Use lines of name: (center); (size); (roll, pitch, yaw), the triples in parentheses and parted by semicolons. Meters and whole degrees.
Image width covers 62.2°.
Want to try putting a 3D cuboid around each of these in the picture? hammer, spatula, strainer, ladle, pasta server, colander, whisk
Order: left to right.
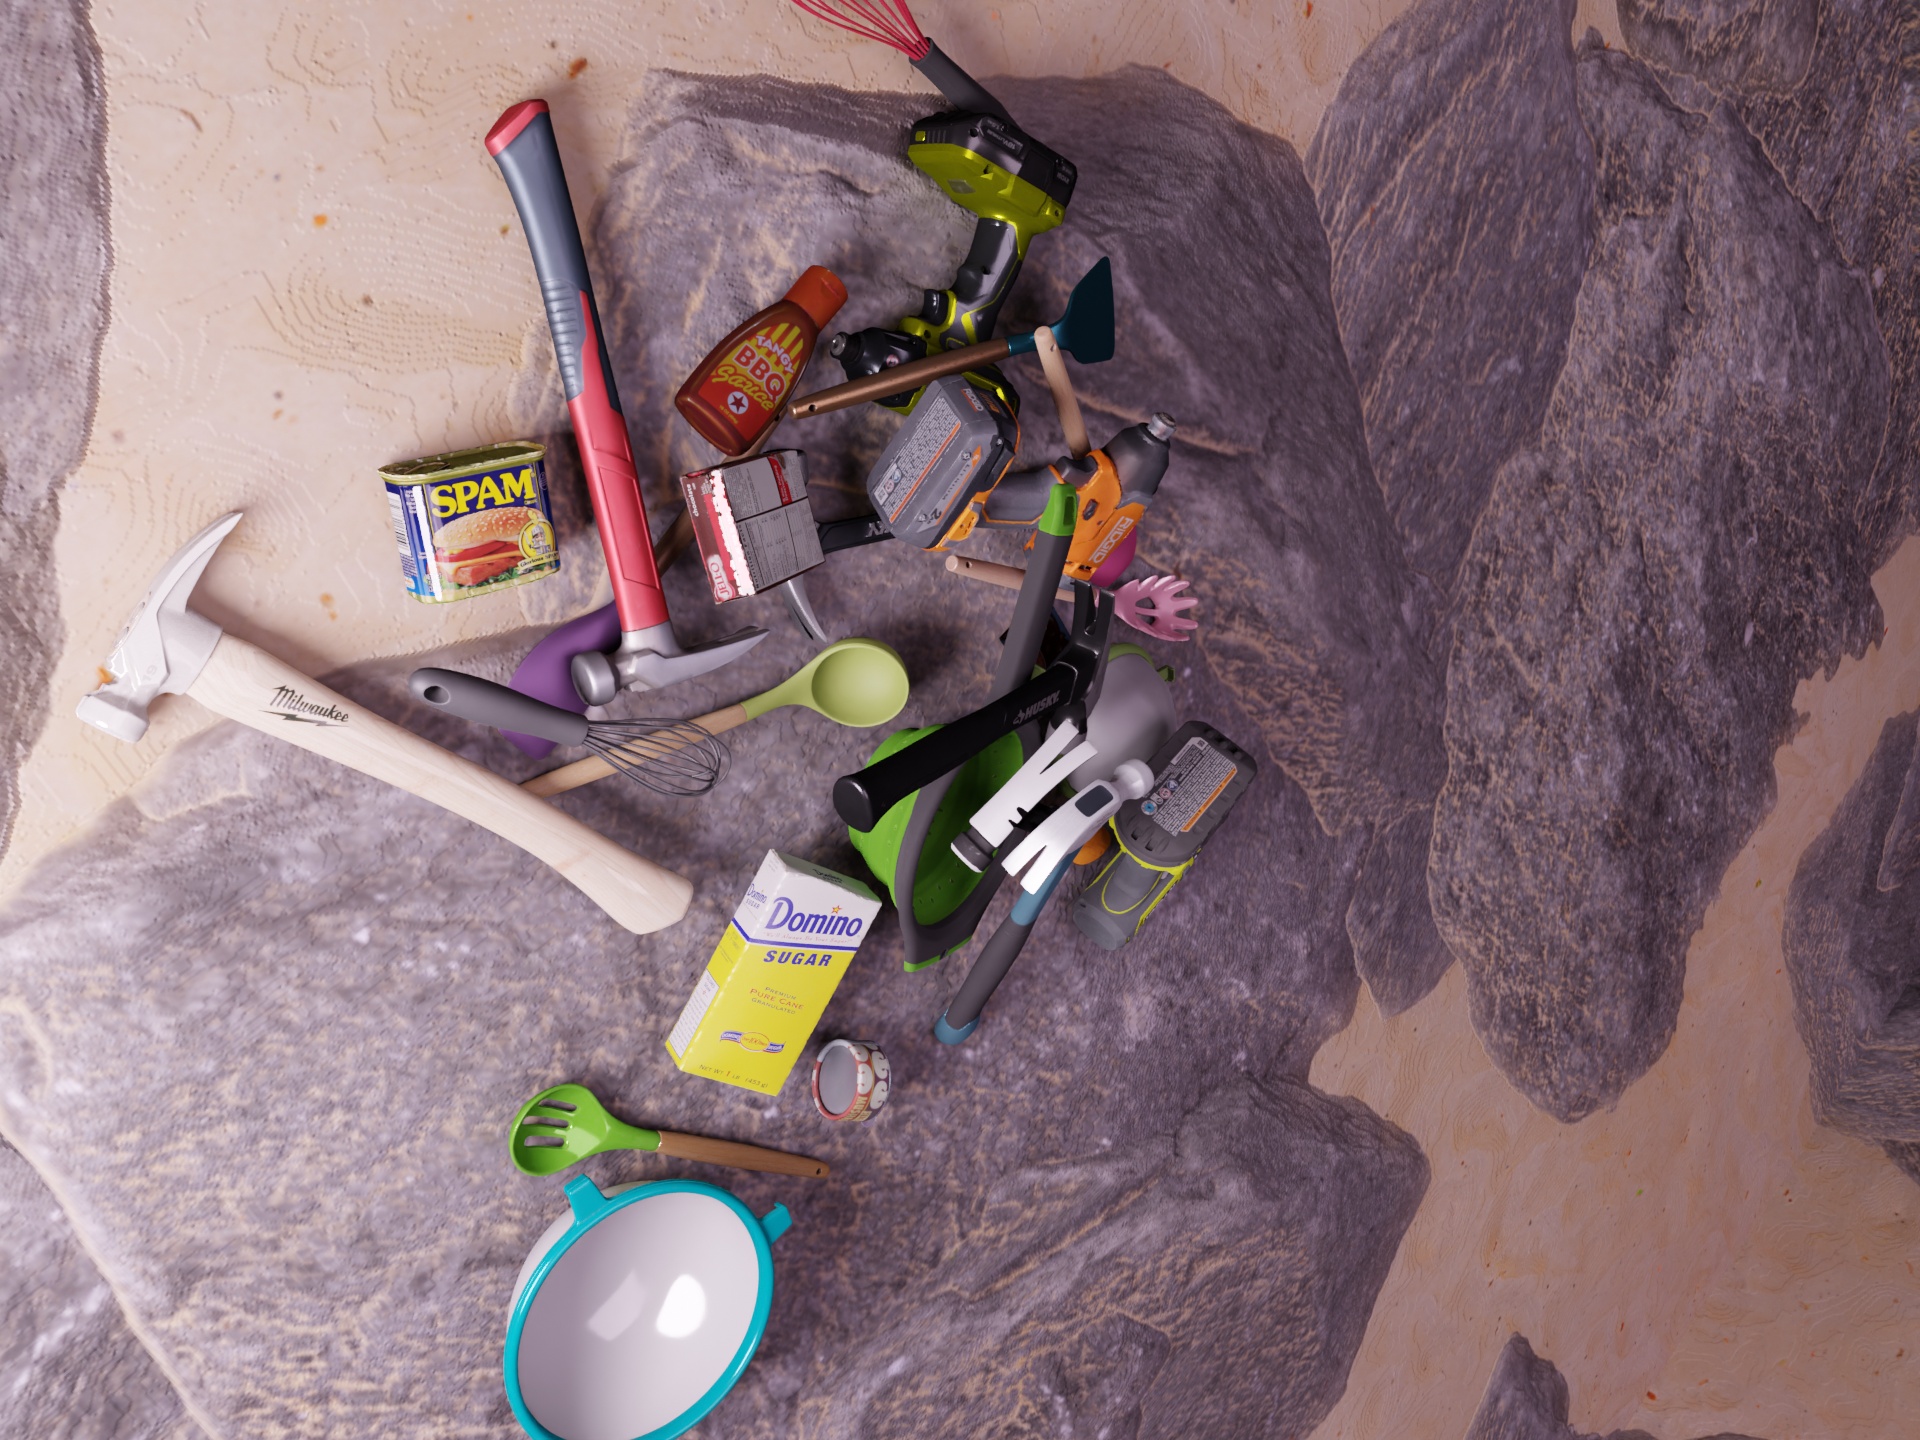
hammer: (-0.334, 0.028, 1.031); (0.410, 0.038, 0.146); (35, 76, -36)
whisk: (-0.253, 0.005, 1.054); (0.238, 0.055, 0.055); (21, 87, -41)
strainer: (-0.273, 0.484, 1.172); (0.210, 0.095, 0.340); (23, 87, -39)
hammer: (-0.230, -0.212, 1.064); (0.143, 0.038, 0.386); (-21, 110, -32)
spatula: (-0.219, -0.109, 1.126); (0.059, 0.018, 0.316); (47, 71, -35)
ladle: (-0.177, 0.009, 1.167); (0.320, 0.062, 0.078); (-22, 134, -32)
whisk: (-0.041, -0.500, 1.161); (0.295, 0.073, 0.073); (26, 83, -47)
colander: (-0.002, -0.004, 1.242); (0.204, 0.094, 0.397); (-16, 125, -60)
spatula: (0.006, -0.273, 1.192); (0.317, 0.044, 0.082); (-23, 122, -27)
hammer: (0.015, -0.170, 1.302); (0.409, 0.036, 0.149); (-17, 112, -37)
hammer: (0.018, 0.000, 1.128); (0.335, 0.035, 0.146); (-28, 137, -53)
hammer: (0.048, 0.163, 1.286); (0.128, 0.033, 0.330); (-29, 156, -41)
hammer: (0.085, 0.080, 1.307); (0.127, 0.034, 0.336); (-47, 163, 4)
pasta server: (0.102, -0.112, 1.367); (0.316, 0.040, 0.060); (7, 82, -48)
strainer: (0.124, -0.003, 1.374); (0.256, 0.069, 0.151); (27, 88, -56)

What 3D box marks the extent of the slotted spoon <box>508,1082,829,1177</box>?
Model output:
slotted spoon: (-0.217, 0.330, 1.227); (0.313, 0.031, 0.070); (25, 84, -43)

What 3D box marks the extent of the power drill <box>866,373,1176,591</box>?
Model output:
power drill: (0.059, -0.189, 1.221); (0.226, 0.084, 0.164); (9, 130, -43)

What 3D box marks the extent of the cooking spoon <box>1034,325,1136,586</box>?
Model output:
cooking spoon: (0.103, -0.209, 1.306); (0.069, 0.017, 0.318); (-46, 148, -12)

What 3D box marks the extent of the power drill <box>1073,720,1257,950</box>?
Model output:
power drill: (0.190, 0.095, 1.425); (0.190, 0.080, 0.228); (-46, 165, -23)

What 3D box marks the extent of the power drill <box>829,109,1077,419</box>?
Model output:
power drill: (-0.005, -0.339, 1.218); (0.171, 0.080, 0.223); (15, 94, -43)
